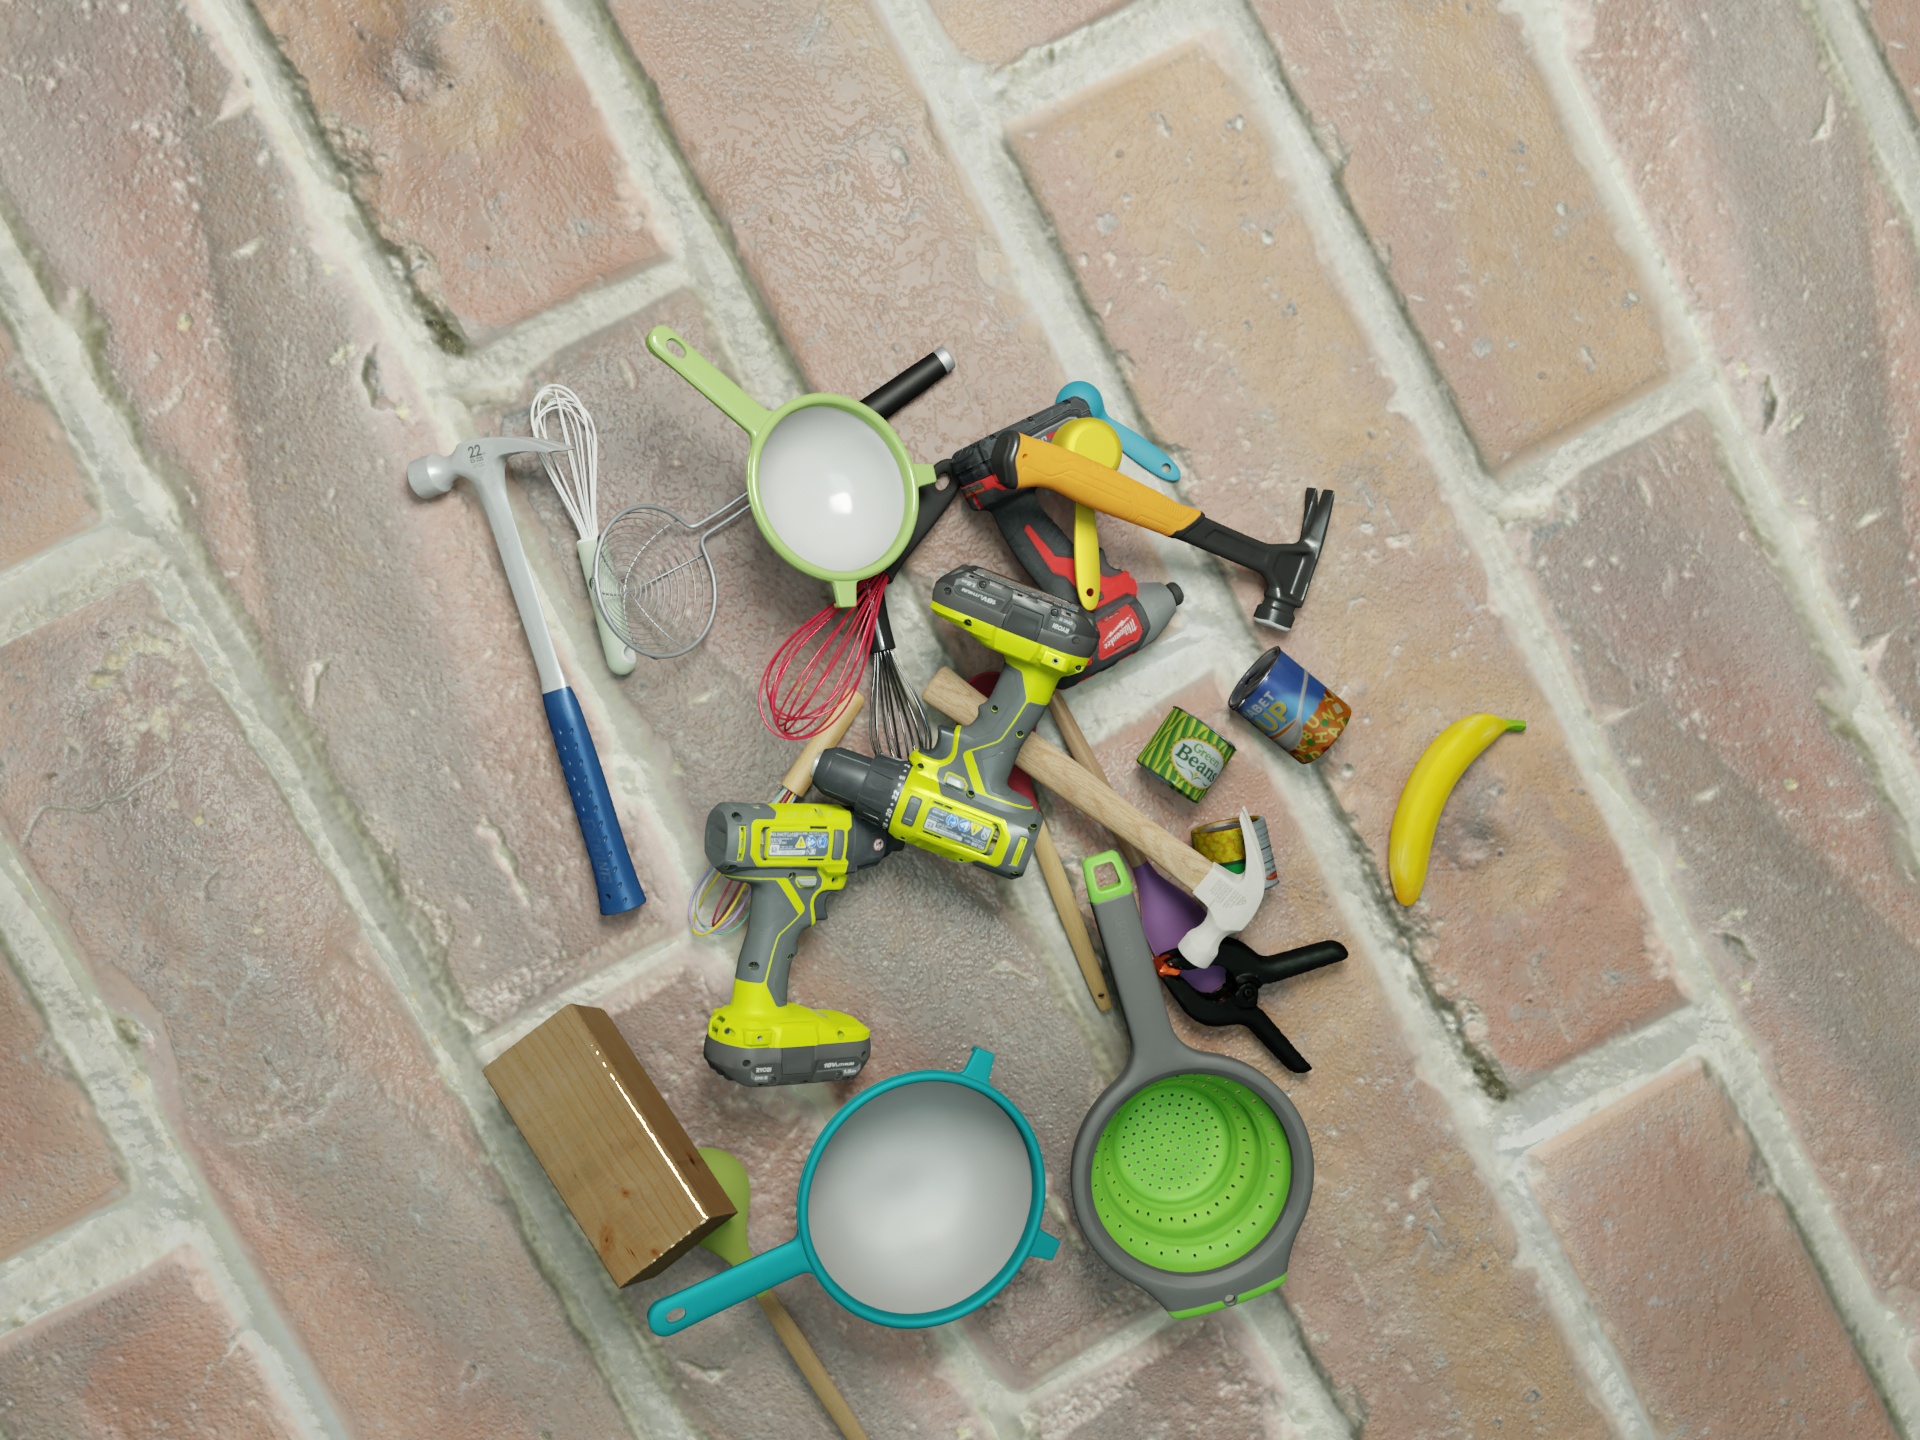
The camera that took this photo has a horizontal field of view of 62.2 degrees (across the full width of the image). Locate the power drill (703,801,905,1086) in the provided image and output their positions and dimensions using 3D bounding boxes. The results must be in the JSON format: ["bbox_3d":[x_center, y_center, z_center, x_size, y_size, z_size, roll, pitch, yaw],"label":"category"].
[{"bbox_3d":[-0.129,0.180,1.313,0.171,0.080,0.223,3,94,-32],"label":"power drill"}]

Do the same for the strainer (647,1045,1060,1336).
[{"bbox_3d":[-0.099,0.411,1.316,0.340,0.095,0.211,-21,98,-15],"label":"strainer"}]

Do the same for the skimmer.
[{"bbox_3d":[-0.145,-0.191,1.311,0.363,0.090,0.127,-36,118,-5],"label":"skimmer"}]

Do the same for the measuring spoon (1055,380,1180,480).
[{"bbox_3d":[0.139,-0.247,1.368,0.128,0.021,0.042,35,89,-4],"label":"measuring spoon"}]

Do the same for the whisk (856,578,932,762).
[{"bbox_3d":[-0.069,-0.060,1.346,0.055,0.055,0.239,-13,89,-5],"label":"whisk"}]

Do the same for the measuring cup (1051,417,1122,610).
[{"bbox_3d":[0.106,-0.168,1.287,0.062,0.029,0.156,-4,92,-20],"label":"measuring cup"}]

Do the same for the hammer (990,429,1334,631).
[{"bbox_3d":[0.167,-0.175,1.292,0.336,0.034,0.127,16,95,-33],"label":"hammer"}]

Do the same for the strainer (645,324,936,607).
[{"bbox_3d":[-0.151,-0.211,1.250,0.256,0.069,0.151,39,65,-21],"label":"strainer"}]

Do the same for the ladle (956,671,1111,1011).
[{"bbox_3d":[0.072,0.106,1.373,0.069,0.031,0.315,-20,95,6],"label":"ladle"}]

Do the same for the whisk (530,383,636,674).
[{"bbox_3d":[-0.311,-0.158,1.324,0.059,0.058,0.246,-10,97,30],"label":"whisk"}]

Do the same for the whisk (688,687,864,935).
[{"bbox_3d":[-0.153,0.079,1.344,0.051,0.047,0.245,34,86,-4],"label":"whisk"}]

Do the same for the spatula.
[{"bbox_3d":[0.146,0.101,1.381,0.060,0.018,0.316,-29,96,-5],"label":"spatula"}]

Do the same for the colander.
[{"bbox_3d":[0.166,0.296,1.349,0.204,0.094,0.397,-17,95,-4],"label":"colander"}]

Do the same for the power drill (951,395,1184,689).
[{"bbox_3d":[0.095,-0.151,1.338,0.143,0.078,0.219,-28,99,-17],"label":"power drill"}]

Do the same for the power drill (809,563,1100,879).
[{"bbox_3d":[-0.002,-0.004,1.275,0.190,0.080,0.228,21,101,2],"label":"power drill"}]

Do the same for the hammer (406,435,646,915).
[{"bbox_3d":[-0.332,-0.037,1.310,0.144,0.035,0.405,-14,97,21],"label":"hammer"}]

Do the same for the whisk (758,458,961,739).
[{"bbox_3d":[-0.075,-0.104,1.303,0.073,0.073,0.296,33,66,-5],"label":"whisk"}]

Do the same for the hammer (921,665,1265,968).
[{"bbox_3d":[0.111,0.062,1.326,0.331,0.031,0.130,36,108,2],"label":"hammer"}]

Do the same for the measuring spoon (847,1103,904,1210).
[{"bbox_3d":[-0.072,0.367,1.378,0.021,0.011,0.117,21,87,-19],"label":"measuring spoon"}]

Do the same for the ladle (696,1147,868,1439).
[{"bbox_3d":[-0.157,0.506,1.364,0.078,0.062,0.320,-31,101,-5],"label":"ladle"}]
